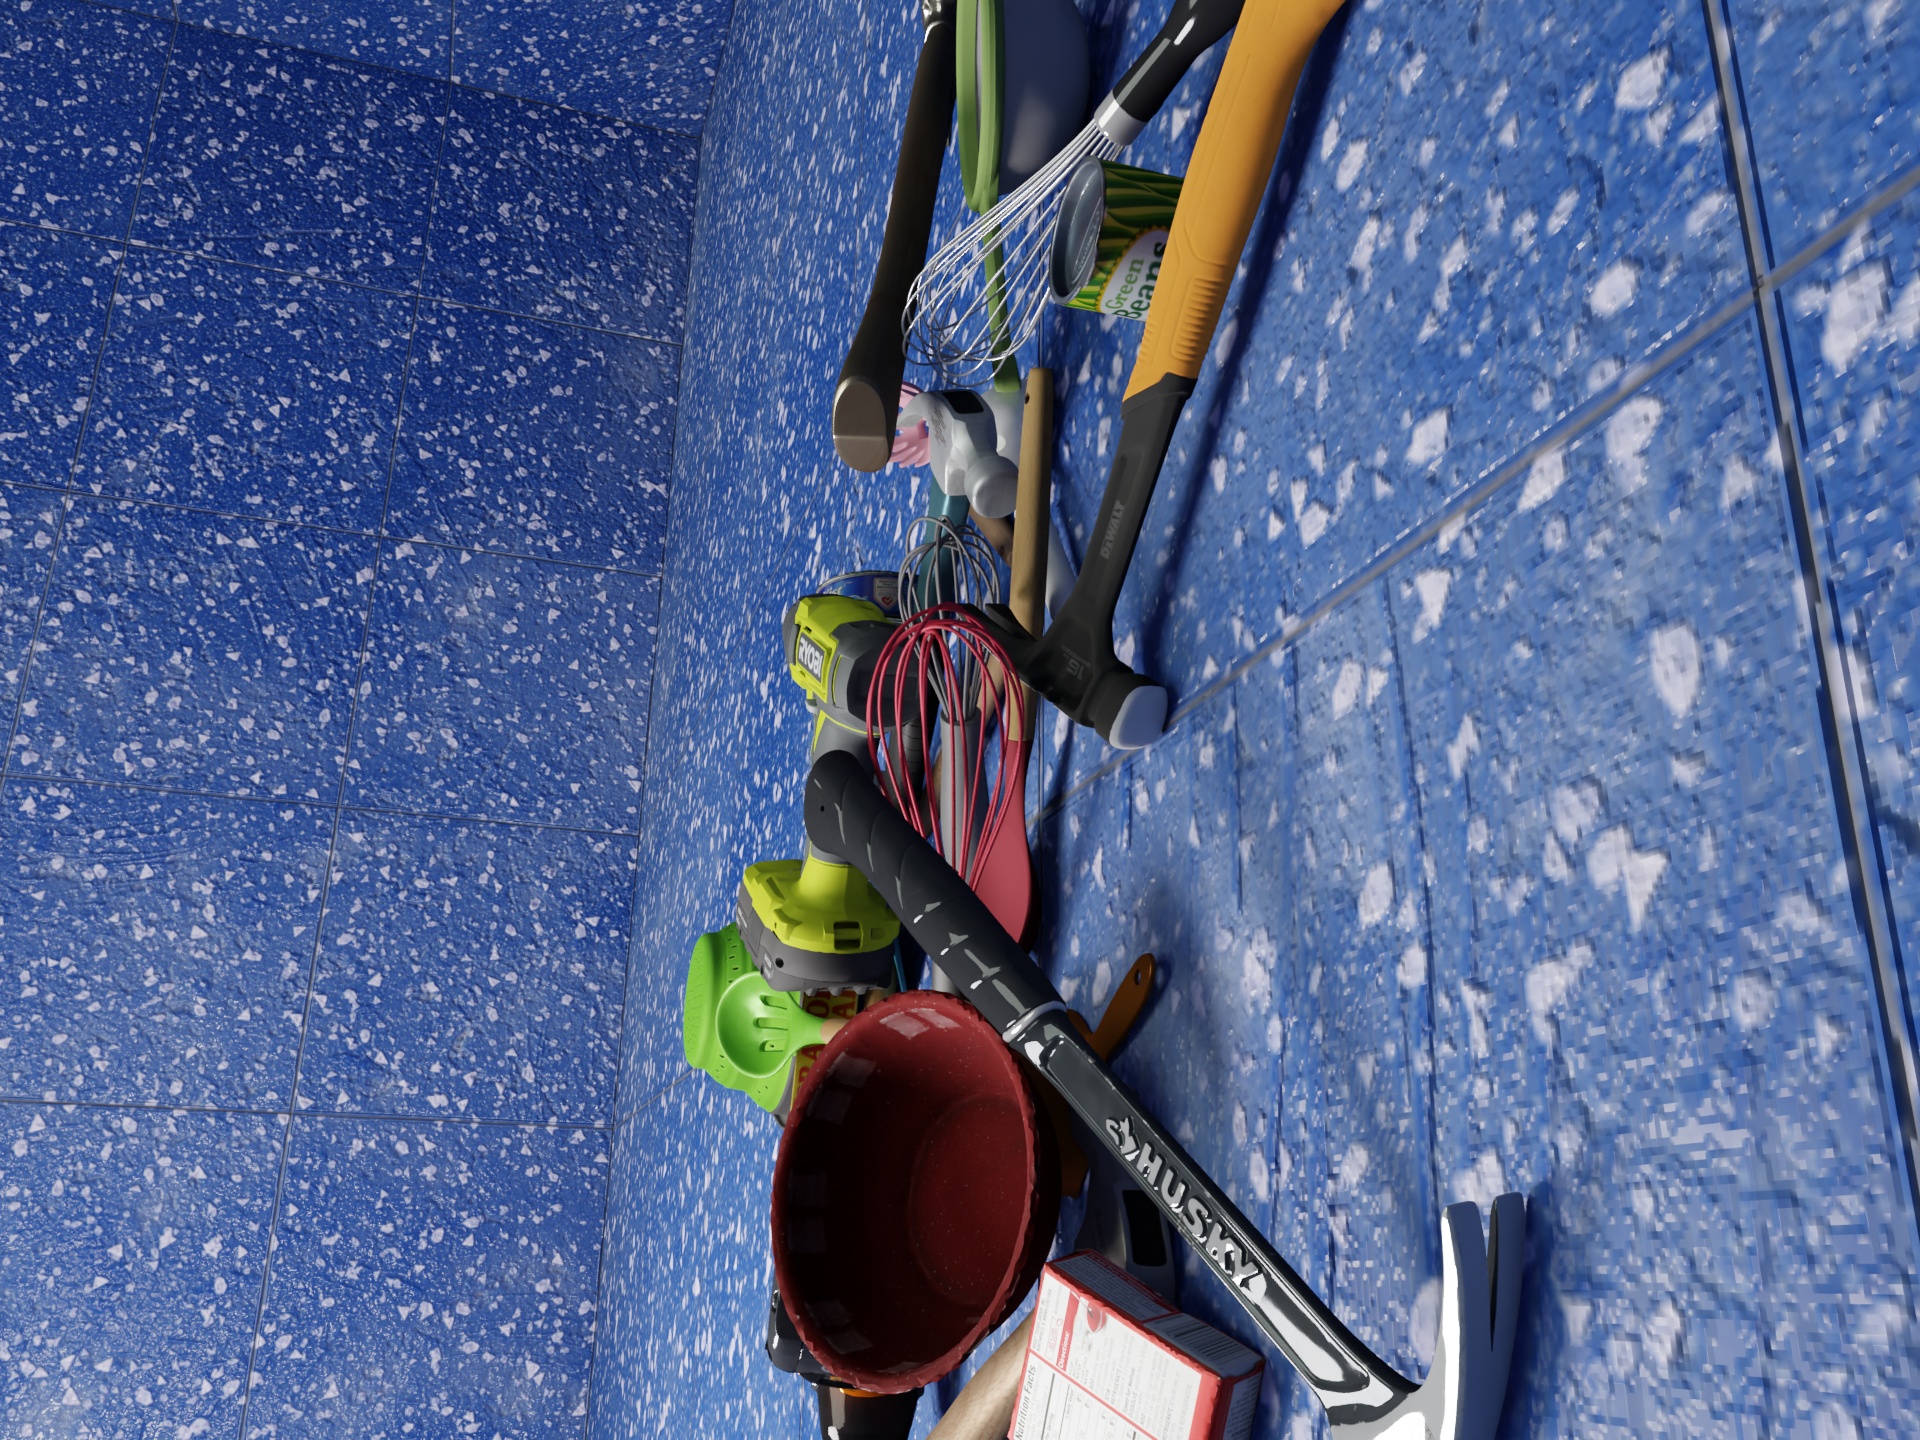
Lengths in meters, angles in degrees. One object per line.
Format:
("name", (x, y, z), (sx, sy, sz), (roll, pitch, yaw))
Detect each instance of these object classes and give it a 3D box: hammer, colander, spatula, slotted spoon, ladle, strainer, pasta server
("hammer", (-0.019, -0.049, 0.944), (0.330, 0.033, 0.128), (101, 155, -44))
("colander", (-0.198, 0.214, 1.404), (0.397, 0.094, 0.204), (-133, 52, -69))
("spatula", (-0.005, 0.046, 0.962), (0.082, 0.044, 0.317), (-103, 31, -49))
("hammer", (-0.028, -0.297, 0.952), (0.146, 0.038, 0.411), (82, -168, -53))
("slotted spoon", (-0.065, 0.191, 0.953), (0.314, 0.031, 0.070), (-8, 79, 55))
("hammer", (0.037, 0.117, 0.577), (0.409, 0.036, 0.149), (43, 122, 49))
("hammer", (0.025, 0.307, 0.735), (0.331, 0.031, 0.130), (113, 158, -44))
("ladle", (0.030, -0.017, 0.801), (0.069, 0.031, 0.315), (-153, 64, -64))
("strainer", (0.036, -0.118, 0.864), (0.086, 0.050, 0.259), (-61, 30, 35))
("pasta server", (-0.009, -0.161, 1.034), (0.316, 0.040, 0.060), (-117, 25, -60))
("hammer", (0.087, -0.162, 0.673), (0.127, 0.034, 0.336), (40, 121, 43))
("strainer", (0.041, -0.312, 0.889), (0.151, 0.069, 0.256), (144, 122, -84))

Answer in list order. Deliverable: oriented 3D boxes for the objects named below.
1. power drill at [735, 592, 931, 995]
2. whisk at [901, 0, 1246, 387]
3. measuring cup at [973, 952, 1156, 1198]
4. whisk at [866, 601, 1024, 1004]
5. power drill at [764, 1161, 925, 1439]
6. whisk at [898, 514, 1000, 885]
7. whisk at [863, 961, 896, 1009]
("power drill", (-0.080, 0.038, 0.968), (0.171, 0.080, 0.223), (-142, 58, -64))
("whisk", (0.059, -0.264, 0.760), (0.284, 0.070, 0.070), (-44, 40, 42))
("measuring cup", (0.037, 0.152, 0.718), (0.173, 0.052, 0.095), (113, 158, -47))
("whisk", (-0.003, 0.082, 0.767), (0.073, 0.073, 0.295), (-117, 22, -62))
("power drill", (-0.048, 0.303, 0.814), (0.226, 0.084, 0.164), (91, -179, -59))
("whisk", (-0.003, -0.003, 0.849), (0.055, 0.055, 0.238), (-108, 12, -55))
("whisk", (-0.056, 0.264, 1.005), (0.051, 0.047, 0.245), (120, 155, -55))
